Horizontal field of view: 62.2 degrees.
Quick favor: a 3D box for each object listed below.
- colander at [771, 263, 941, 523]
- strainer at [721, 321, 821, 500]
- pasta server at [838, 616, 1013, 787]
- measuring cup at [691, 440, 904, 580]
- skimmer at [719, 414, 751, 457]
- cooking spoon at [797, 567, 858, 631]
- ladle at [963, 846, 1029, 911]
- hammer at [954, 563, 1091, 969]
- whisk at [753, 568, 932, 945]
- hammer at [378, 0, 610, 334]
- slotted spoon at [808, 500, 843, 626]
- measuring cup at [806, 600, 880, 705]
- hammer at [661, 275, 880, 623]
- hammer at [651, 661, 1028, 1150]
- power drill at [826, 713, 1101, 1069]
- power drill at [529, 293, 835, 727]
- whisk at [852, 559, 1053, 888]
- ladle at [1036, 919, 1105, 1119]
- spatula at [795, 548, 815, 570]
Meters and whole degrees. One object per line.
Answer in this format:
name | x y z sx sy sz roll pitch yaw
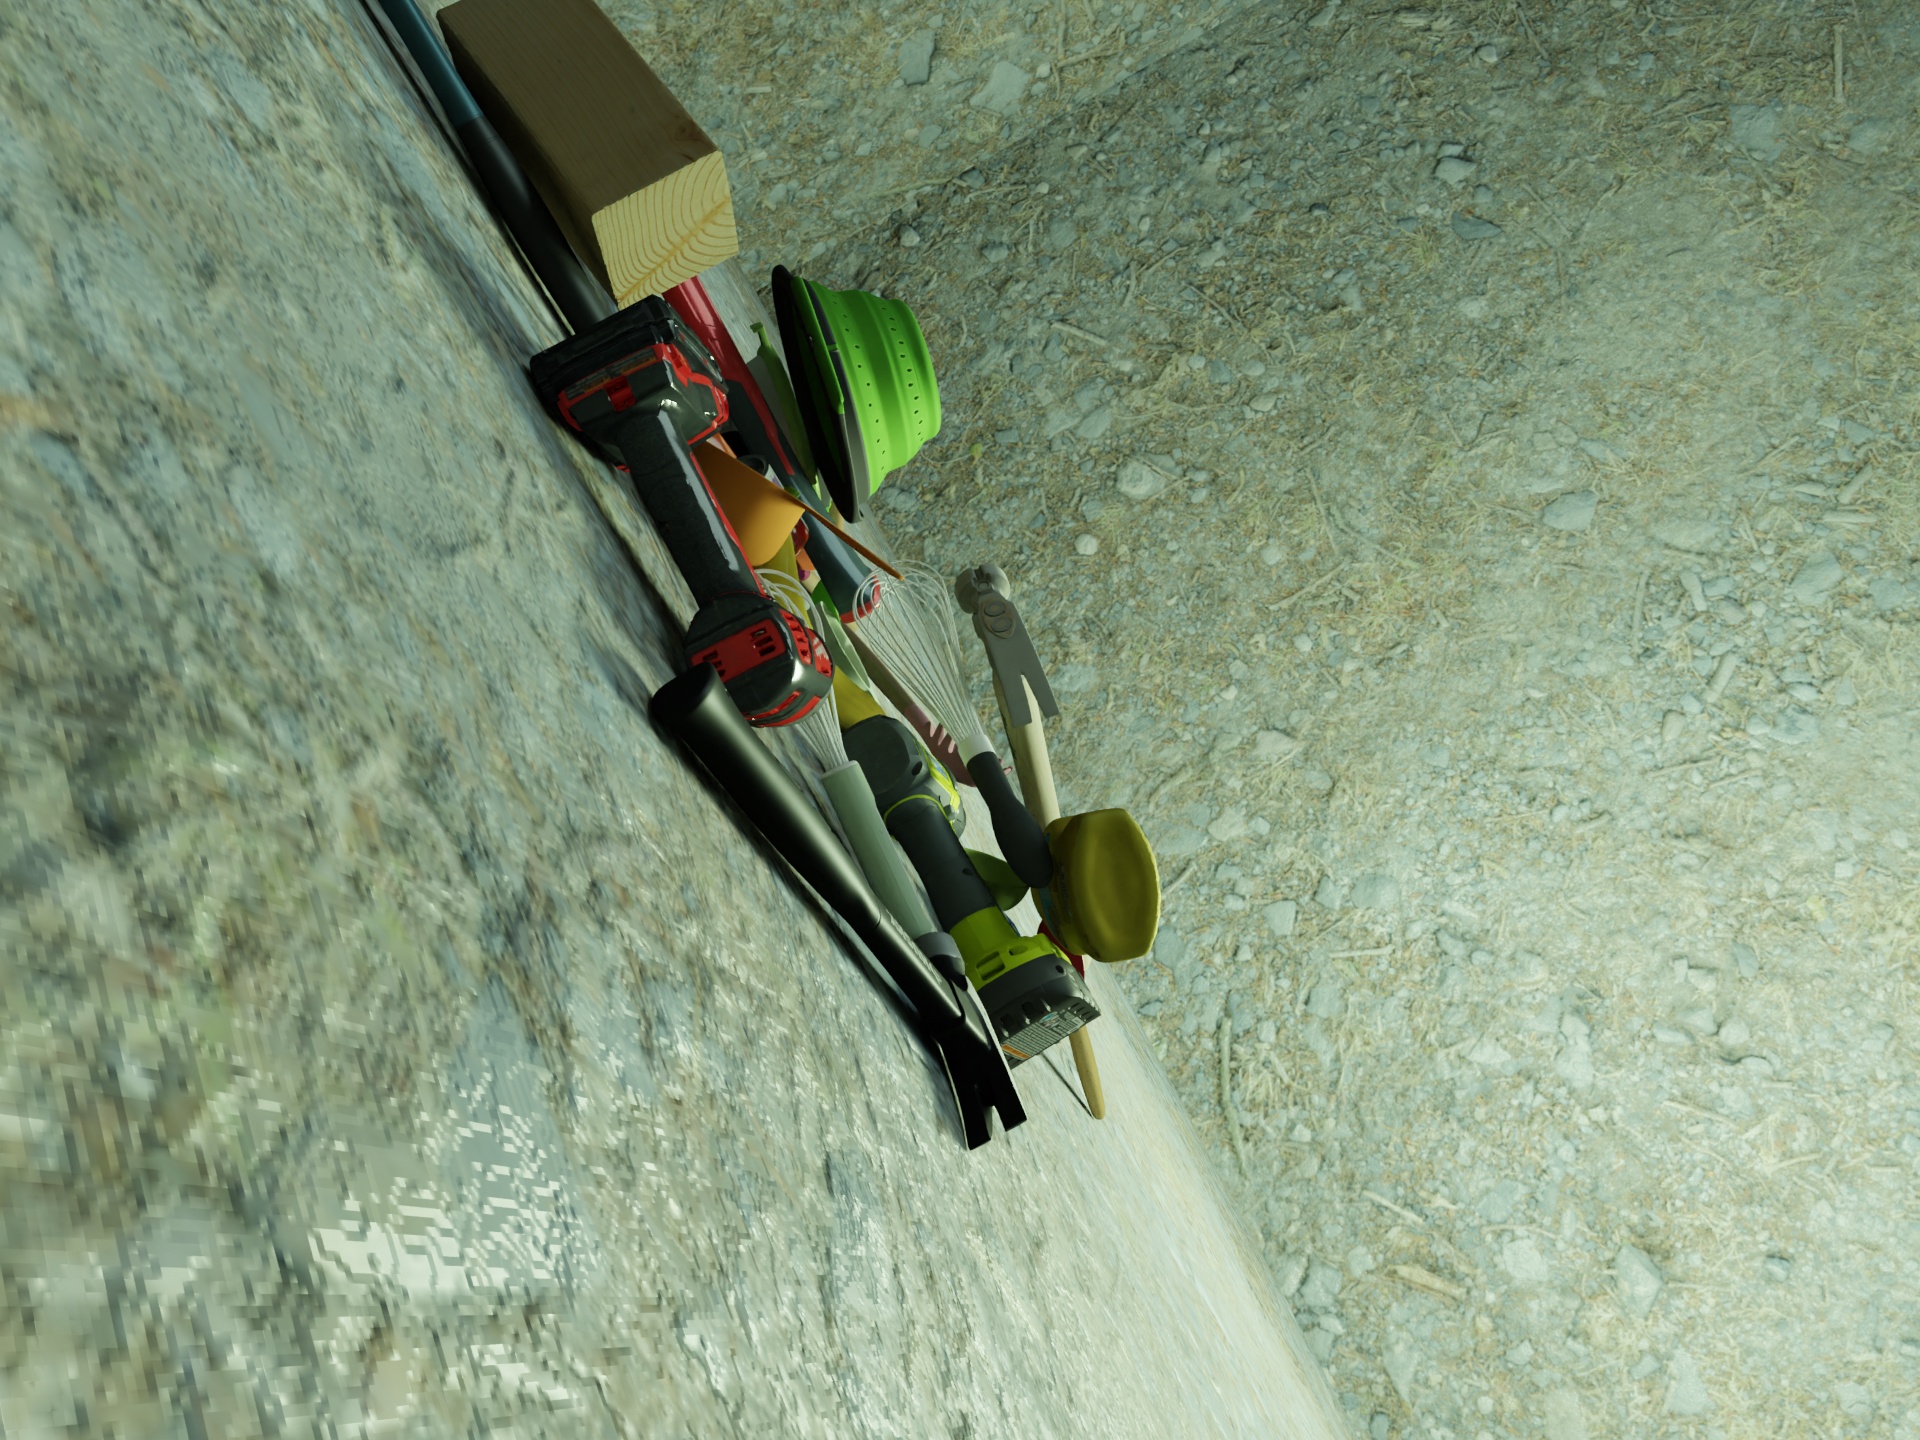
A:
colander | -0.082 -0.251 1.321 0.397 0.094 0.204 122 -50 -79
strainer | -0.179 -0.230 1.416 0.256 0.069 0.151 114 -43 -75
pasta server | -0.048 -0.026 1.367 0.060 0.040 0.317 36 7 -39
measuring cup | -0.110 -0.108 0.929 0.174 0.052 0.095 35 4 23
skimmer | -0.206 -0.273 1.237 0.090 0.127 0.363 -23 -96 65
cooking spoon | -0.138 -0.127 1.457 0.318 0.017 0.069 48 18 -74
ladle | -0.047 0.025 1.265 0.320 0.062 0.078 57 2 -15
hammer | 0.064 0.076 1.207 0.410 0.038 0.146 75 -4 -46
whisk | -0.075 0.022 0.950 0.246 0.059 0.058 65 -24 1
hammer | -0.282 -0.342 0.944 0.330 0.033 0.128 60 3 -19
slotted spoon | -0.116 -0.137 1.425 0.314 0.031 0.070 -95 178 -62
measuring cup | -0.080 -0.008 1.191 0.167 0.038 0.083 63 3 -4
hammer | -0.172 -0.238 1.157 0.386 0.038 0.143 61 37 -12
hammer | -0.054 0.089 0.785 0.334 0.035 0.146 58 4 -44
power drill | 0.003 0.116 1.079 0.229 0.080 0.190 59 3 22
power drill | -0.133 -0.098 0.837 0.220 0.078 0.143 64 4 7
whisk | -0.001 -0.004 1.095 0.285 0.070 0.070 63 4 30
ladle | 0.098 0.258 1.326 0.315 0.031 0.069 74 -10 -49
spatula | -0.206 -0.251 1.268 0.322 0.041 0.081 59 19 -2
